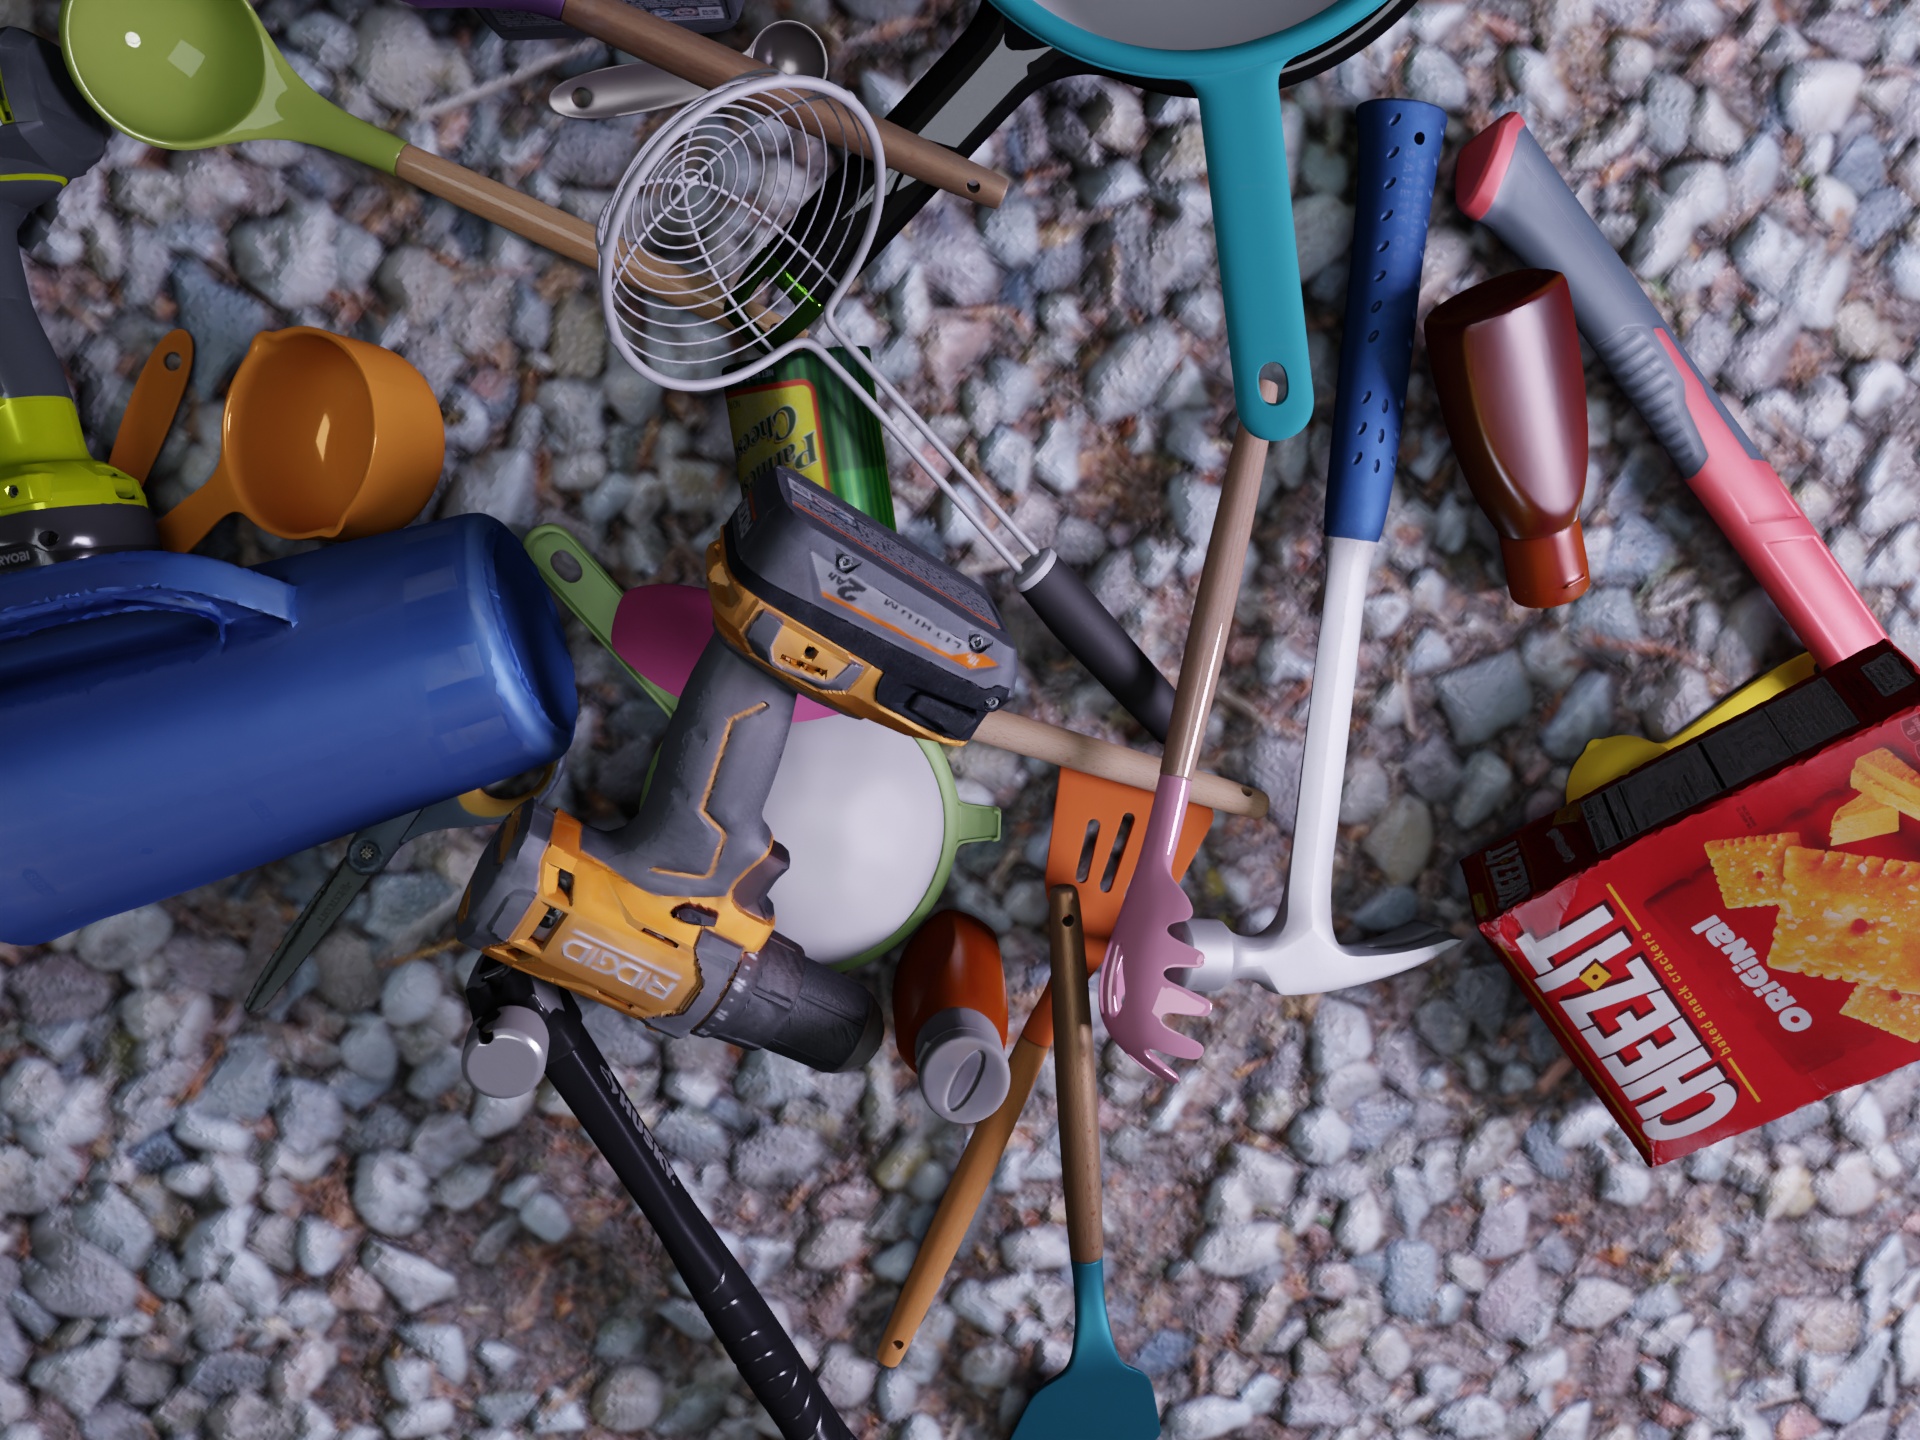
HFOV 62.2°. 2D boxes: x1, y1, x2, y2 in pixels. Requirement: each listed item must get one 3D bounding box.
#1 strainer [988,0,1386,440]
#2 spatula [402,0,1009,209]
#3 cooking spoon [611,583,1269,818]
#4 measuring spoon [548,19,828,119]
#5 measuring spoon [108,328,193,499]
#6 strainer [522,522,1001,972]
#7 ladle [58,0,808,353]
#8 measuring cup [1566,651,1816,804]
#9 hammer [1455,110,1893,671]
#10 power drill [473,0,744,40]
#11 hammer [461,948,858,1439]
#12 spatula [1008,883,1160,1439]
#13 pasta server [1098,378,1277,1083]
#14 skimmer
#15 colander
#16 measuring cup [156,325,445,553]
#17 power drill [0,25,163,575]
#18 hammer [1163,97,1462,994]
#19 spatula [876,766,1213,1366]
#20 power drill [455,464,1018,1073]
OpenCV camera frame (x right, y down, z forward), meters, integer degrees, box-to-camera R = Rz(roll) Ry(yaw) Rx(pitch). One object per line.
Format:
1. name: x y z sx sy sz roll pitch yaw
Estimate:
1. strainer: 0.095 -0.277 0.579 0.211 0.095 0.340 -7 108 11
2. spatula: -0.126 -0.269 0.614 0.315 0.018 0.059 21 121 -12
3. cooking spoon: -0.001 -0.002 0.726 0.318 0.069 0.017 17 137 -15
4. measuring spoon: -0.119 -0.281 0.696 0.124 0.018 0.034 -8 114 3
5. measuring spoon: -0.362 -0.117 0.702 0.021 0.011 0.117 23 93 1
6. strainer: -0.107 0.014 0.712 0.151 0.069 0.256 -40 101 2
7. ladle: -0.213 -0.228 0.674 0.320 0.062 0.078 23 96 -11
8. measuring cup: 0.369 0.010 0.772 0.156 0.029 0.062 -33 100 1
9. hammer: 0.368 -0.127 0.743 0.143 0.038 0.386 -40 98 -9
10. power drill: -0.168 -0.402 0.639 0.164 0.084 0.226 -3 96 -2
11. hammer: -0.126 0.234 0.734 0.035 0.146 0.334 -26 111 0
12. spatula: 0.055 0.227 0.763 0.082 0.044 0.317 -5 102 -6
13. pasta server: 0.109 0.001 0.713 0.040 0.060 0.316 15 85 -18
14. skimmer: 0.003 -0.095 0.647 0.127 0.090 0.363 -45 117 0
15. colander: 0.049 -0.307 0.673 0.397 0.094 0.204 -43 98 16
16. measuring cup: -0.296 -0.100 0.693 0.173 0.052 0.095 -29 80 25
17. power drill: -0.429 -0.153 0.654 0.171 0.080 0.223 -11 94 4
18. hammer: 0.184 -0.072 0.734 0.144 0.035 0.405 4 96 -17
19. spatula: 0.026 0.172 0.774 0.081 0.041 0.322 22 100 -9
20. power drill: -0.068 0.037 0.638 0.185 0.084 0.226 30 106 -22
